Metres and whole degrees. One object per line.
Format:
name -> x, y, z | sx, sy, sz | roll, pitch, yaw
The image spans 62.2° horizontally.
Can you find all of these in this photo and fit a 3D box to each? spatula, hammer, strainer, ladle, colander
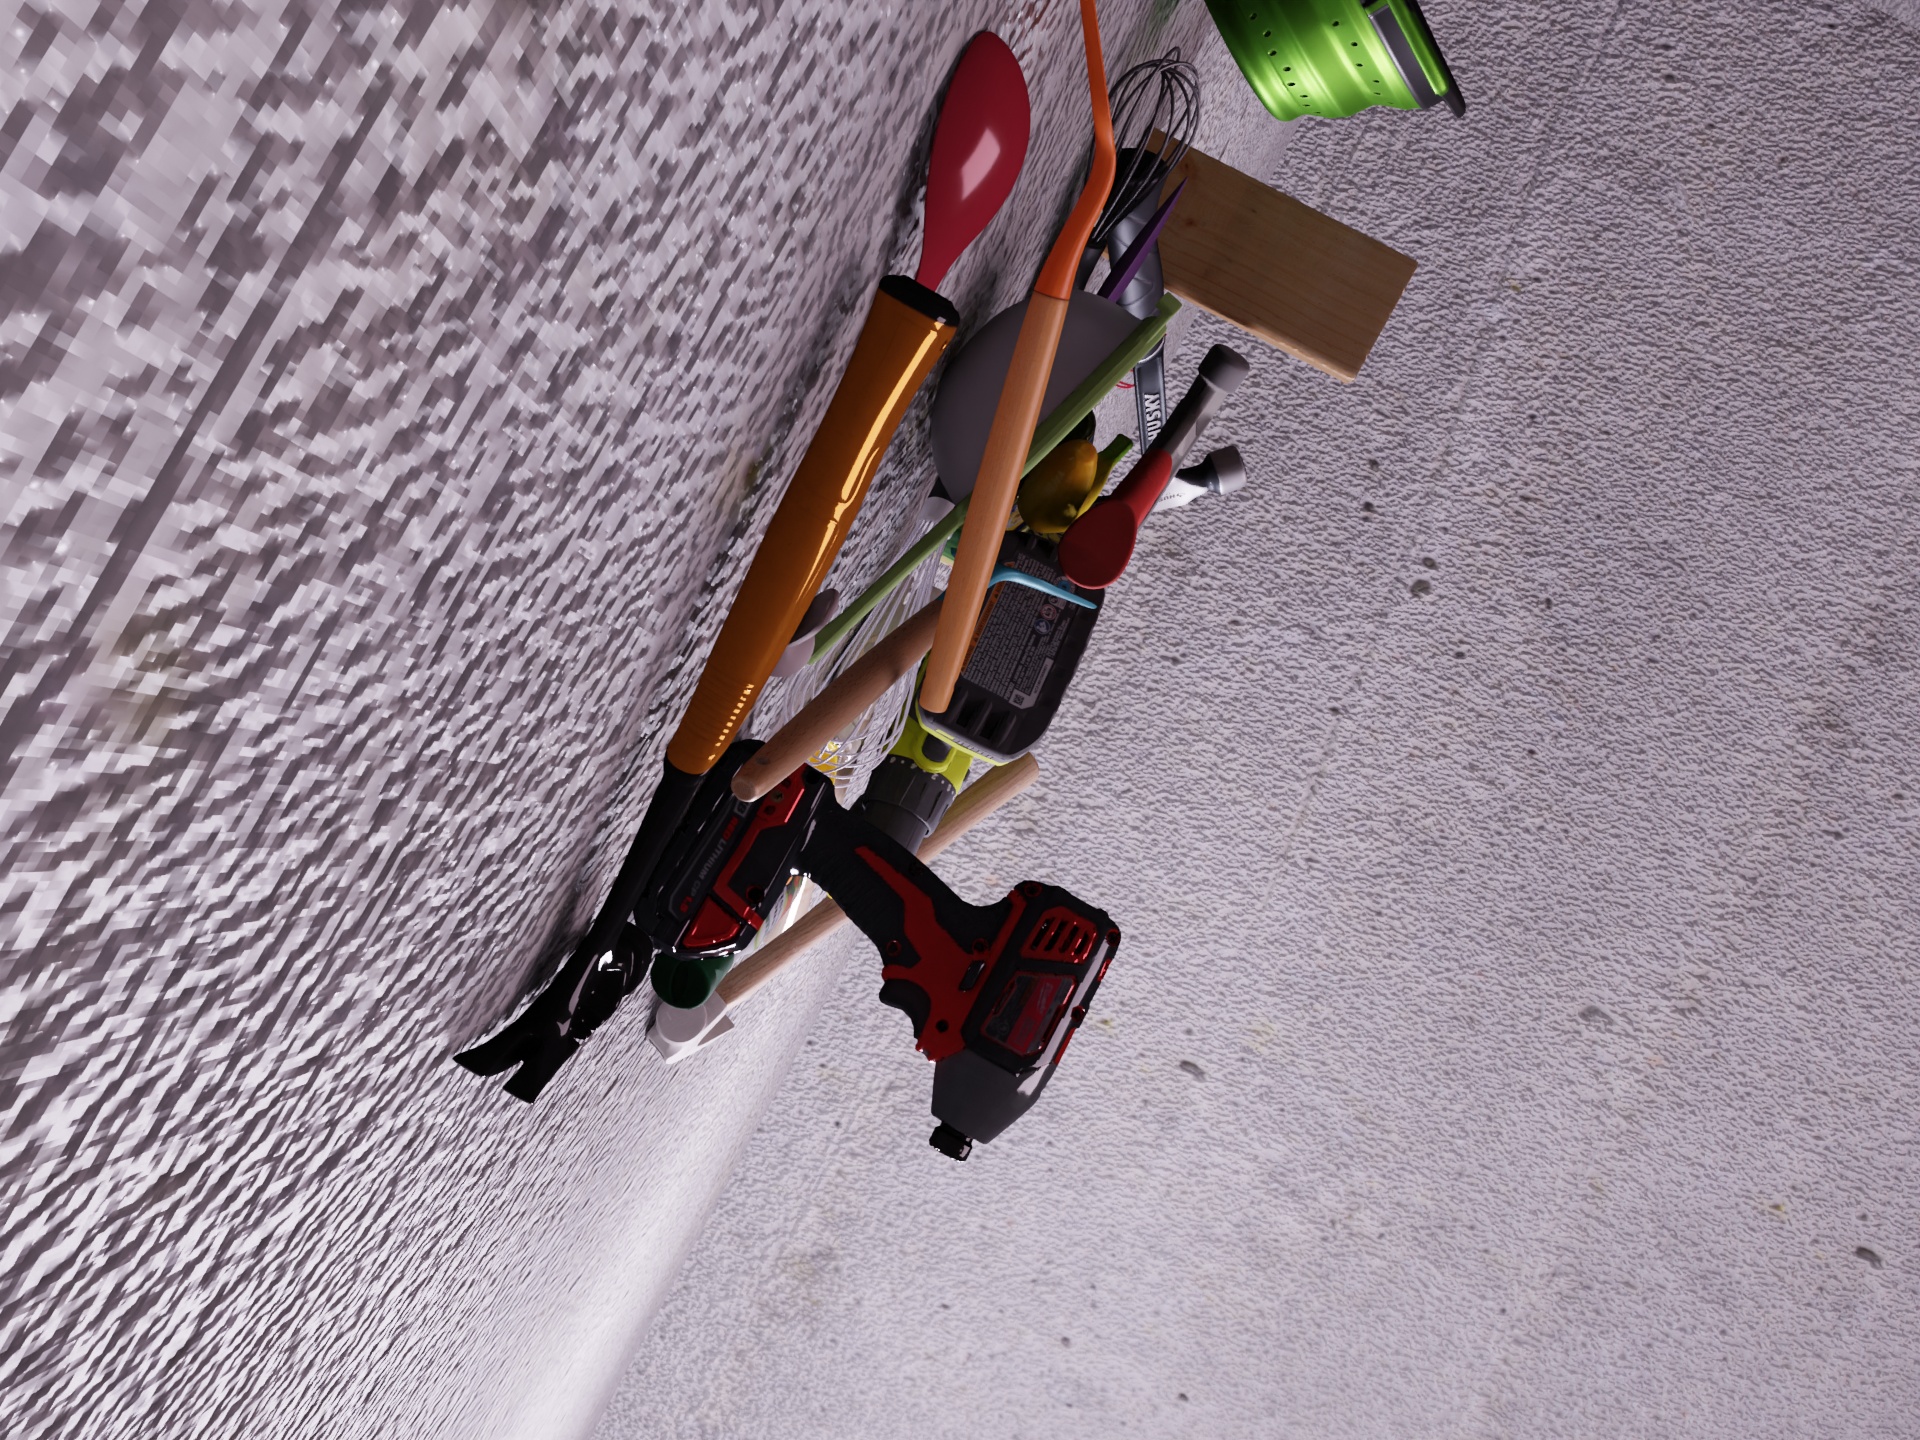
spatula -> -0.020, -0.030, 0.749 | 0.317, 0.082, 0.044 | -45, 154, -54
hammer -> -0.096, 0.057, 1.153 | 0.146, 0.038, 0.410 | -61, 177, -33
hammer -> 0.126, -0.253, 1.120 | 0.408, 0.149, 0.036 | 65, 7, -66
hammer -> -0.074, 0.122, 1.087 | 0.331, 0.031, 0.130 | -36, 172, -23
strainer -> -0.006, -0.138, 0.822 | 0.256, 0.069, 0.151 | -44, -174, -6
spatula -> 0.071, -0.239, 1.025 | 0.060, 0.018, 0.316 | -60, -175, -25
ladle -> -0.042, -0.118, 0.644 | 0.315, 0.031, 0.069 | -62, 171, 31
hammer -> 0.108, -0.139, 0.982 | 0.149, 0.037, 0.359 | -56, 179, 26
colander -> 0.199, -0.455, 0.940 | 0.094, 0.204, 0.397 | -26, -148, 26
spatula -> 0.021, -0.153, 0.650 | 0.081, 0.041, 0.322 | -75, -179, -69
hammer -> -0.091, -0.010, 0.603 | 0.336, 0.034, 0.127 | -61, 178, 16

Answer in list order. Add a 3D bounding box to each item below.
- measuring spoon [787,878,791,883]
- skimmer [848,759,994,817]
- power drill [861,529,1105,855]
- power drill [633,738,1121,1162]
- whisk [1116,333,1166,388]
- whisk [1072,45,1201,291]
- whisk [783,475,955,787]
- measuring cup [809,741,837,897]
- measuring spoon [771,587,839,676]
measuring spoon -> -0.115, 0.073, 0.899 | 0.116, 0.011, 0.021 | 59, 34, -66
skimmer -> -0.030, 0.069, 1.229 | 0.127, 0.090, 0.363 | -27, -173, 16
power drill -> -0.002, -0.003, 0.991 | 0.191, 0.080, 0.228 | -66, -174, -23
power drill -> -0.044, 0.114, 0.796 | 0.143, 0.219, 0.078 | -61, 176, -10
whisk -> 0.100, -0.281, 1.228 | 0.073, 0.073, 0.296 | -64, 170, 28
whisk -> 0.075, -0.283, 0.929 | 0.055, 0.055, 0.238 | -59, 180, -43
whisk -> -0.024, -0.088, 0.900 | 0.070, 0.070, 0.285 | 110, 4, -66
measuring cup -> -0.094, 0.065, 0.973 | 0.156, 0.029, 0.062 | 86, 24, -54
measuring spoon -> -0.065, -0.039, 0.706 | 0.034, 0.018, 0.124 | -71, -166, -12
